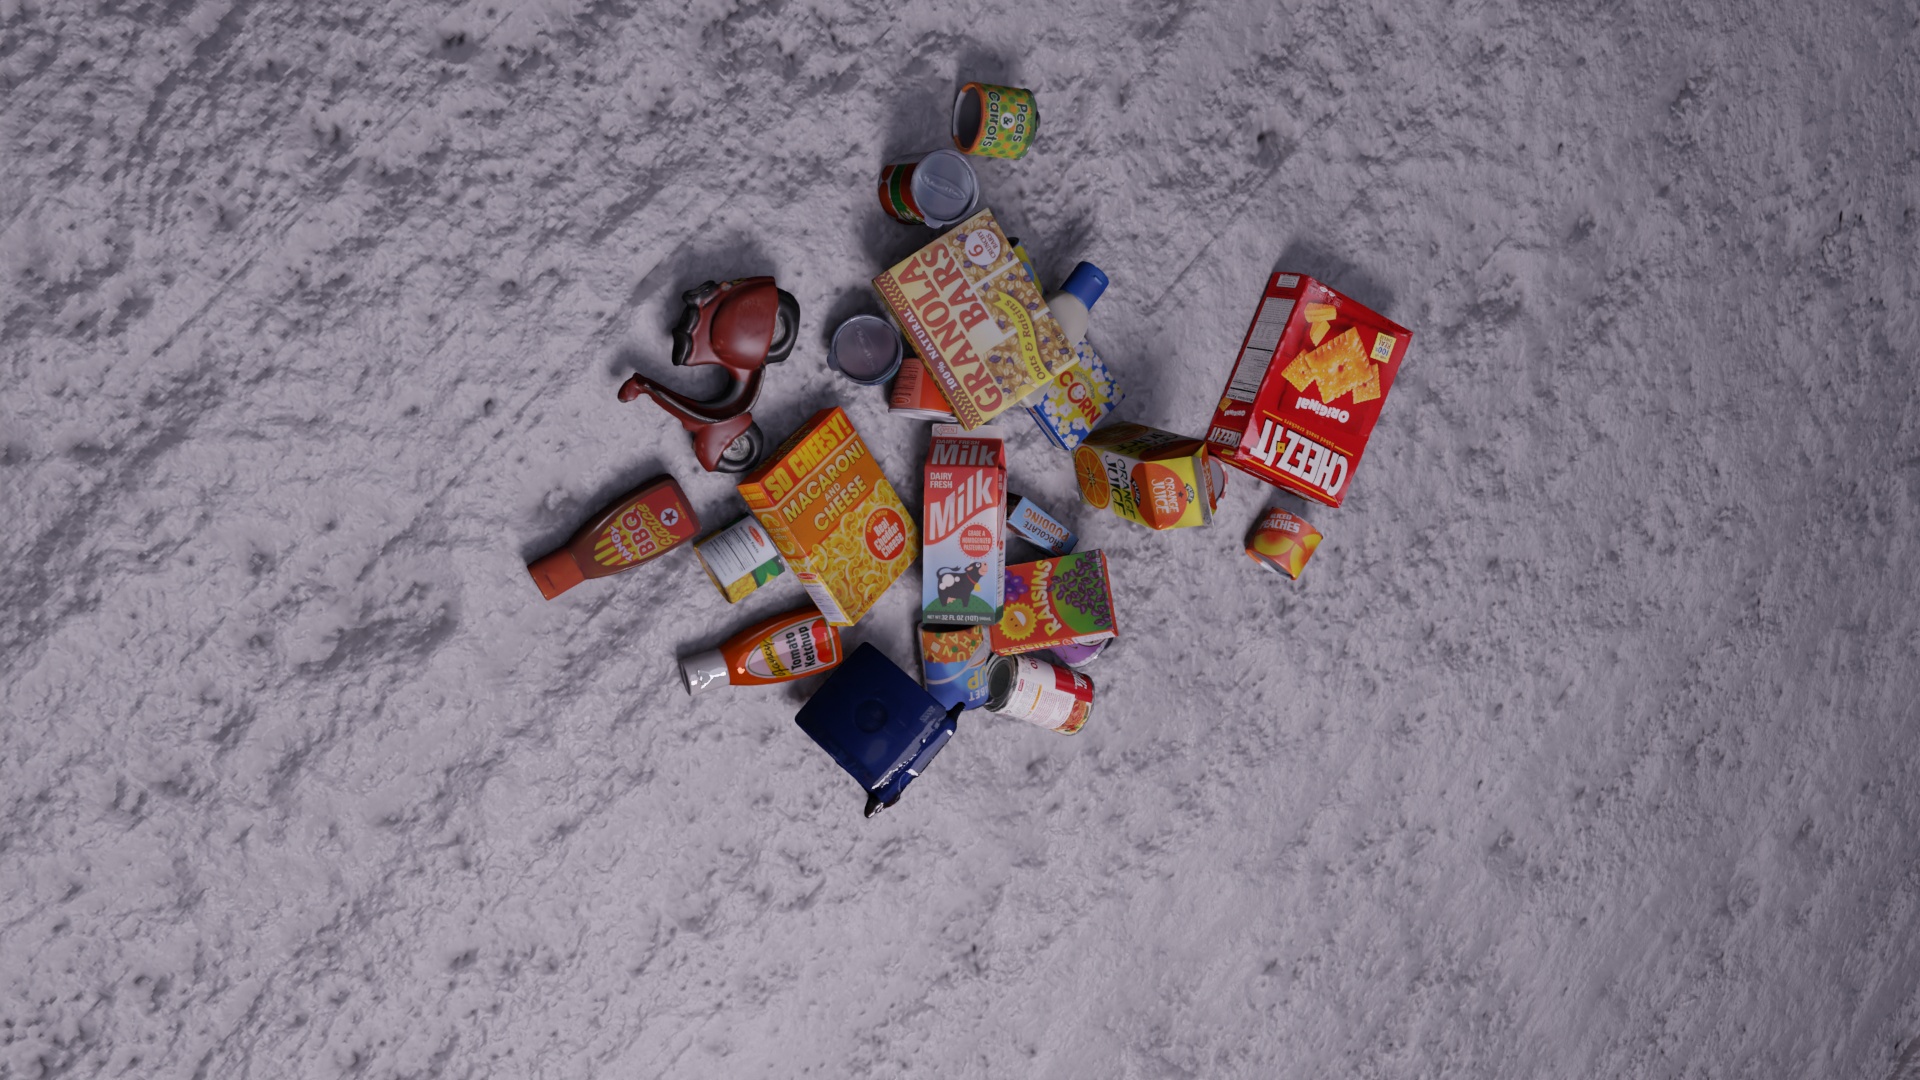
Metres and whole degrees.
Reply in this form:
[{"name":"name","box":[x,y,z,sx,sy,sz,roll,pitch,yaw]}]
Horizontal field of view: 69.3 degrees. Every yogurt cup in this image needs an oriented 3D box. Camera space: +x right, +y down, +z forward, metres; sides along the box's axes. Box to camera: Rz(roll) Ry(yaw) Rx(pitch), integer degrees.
[{"name":"yogurt cup","box":[-0.033,-0.144,1.323,0.072,0.072,0.054,6,90,-27]}]

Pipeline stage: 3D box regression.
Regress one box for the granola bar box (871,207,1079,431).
[{"name":"granola bar box","box":[0.014,-0.202,1.274,0.124,0.039,0.165,-33,99,-4]}]

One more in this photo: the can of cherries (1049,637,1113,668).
[{"name":"can of cherries","box":[0.116,0.088,1.438,0.058,0.071,0.071,42,81,-26]}]

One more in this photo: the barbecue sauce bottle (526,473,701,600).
[{"name":"barbecue sauce bottle","box":[-0.308,0.001,1.230,0.149,0.044,0.064,-31,113,-17]}]

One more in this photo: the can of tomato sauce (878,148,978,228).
[{"name":"can of tomato sauce","box":[-0.031,-0.321,1.276,0.071,0.083,0.071,-6,103,-25]}]

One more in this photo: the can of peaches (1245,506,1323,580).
[{"name":"can of peaches","box":[0.357,0.003,1.539,0.071,0.071,0.058,36,85,-27]}]

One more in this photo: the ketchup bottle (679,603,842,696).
[{"name":"ketchup bottle","box":[-0.188,0.108,1.310,0.149,0.043,0.064,-16,105,-22]}]

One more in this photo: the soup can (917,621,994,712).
[{"name":"soup can","box":[-0.004,0.122,1.387,0.071,0.071,0.083,-11,105,-23]}]

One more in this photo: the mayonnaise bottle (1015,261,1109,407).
[{"name":"mayonnaise bottle","box":[0.087,-0.202,1.338,0.064,0.041,0.148,41,80,-25]}]

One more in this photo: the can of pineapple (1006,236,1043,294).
[{"name":"can of pineapple","box":[0.040,-0.251,1.335,0.071,0.071,0.057,-36,114,-15]}]

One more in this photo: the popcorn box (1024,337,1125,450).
[{"name":"popcorn box","box":[0.098,-0.164,1.396,0.085,0.038,0.126,-44,115,-11]}]

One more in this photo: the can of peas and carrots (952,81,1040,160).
[{"name":"can of peas and carrots","box":[0.033,-0.392,1.300,0.059,0.071,0.070,-1,101,-25]}]

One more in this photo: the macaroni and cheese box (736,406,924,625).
[{"name":"macaroni and cheese box","box":[-0.118,-0.022,1.298,0.124,0.040,0.166,-48,118,-34]}]

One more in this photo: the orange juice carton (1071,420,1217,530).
[{"name":"orange juice carton","box":[0.189,-0.064,1.373,0.073,0.193,0.071,-19,110,-20]}]

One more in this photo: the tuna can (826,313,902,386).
[{"name":"tuna can","box":[-0.089,-0.176,1.293,0.071,0.033,0.071,0,92,1]}]

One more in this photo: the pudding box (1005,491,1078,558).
[{"name":"pudding box","box":[0.073,-0.015,1.408,0.083,0.050,0.030,36,83,-27]}]

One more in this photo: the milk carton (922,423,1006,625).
[{"name":"milk carton","box":[0.005,-0.017,1.340,0.072,0.073,0.190,2,92,8]}]

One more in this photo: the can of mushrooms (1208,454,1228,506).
[{"name":"can of mushrooms","box":[0.252,-0.064,1.494,0.071,0.033,0.071,-6,103,-24]}]

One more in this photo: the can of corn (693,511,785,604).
[{"name":"can of corn","box":[-0.203,0.017,1.273,0.058,0.071,0.071,-33,113,-15]}]

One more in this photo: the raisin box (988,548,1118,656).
[{"name":"raisin box","box":[0.089,0.063,1.385,0.123,0.040,0.086,-11,74,12]}]
